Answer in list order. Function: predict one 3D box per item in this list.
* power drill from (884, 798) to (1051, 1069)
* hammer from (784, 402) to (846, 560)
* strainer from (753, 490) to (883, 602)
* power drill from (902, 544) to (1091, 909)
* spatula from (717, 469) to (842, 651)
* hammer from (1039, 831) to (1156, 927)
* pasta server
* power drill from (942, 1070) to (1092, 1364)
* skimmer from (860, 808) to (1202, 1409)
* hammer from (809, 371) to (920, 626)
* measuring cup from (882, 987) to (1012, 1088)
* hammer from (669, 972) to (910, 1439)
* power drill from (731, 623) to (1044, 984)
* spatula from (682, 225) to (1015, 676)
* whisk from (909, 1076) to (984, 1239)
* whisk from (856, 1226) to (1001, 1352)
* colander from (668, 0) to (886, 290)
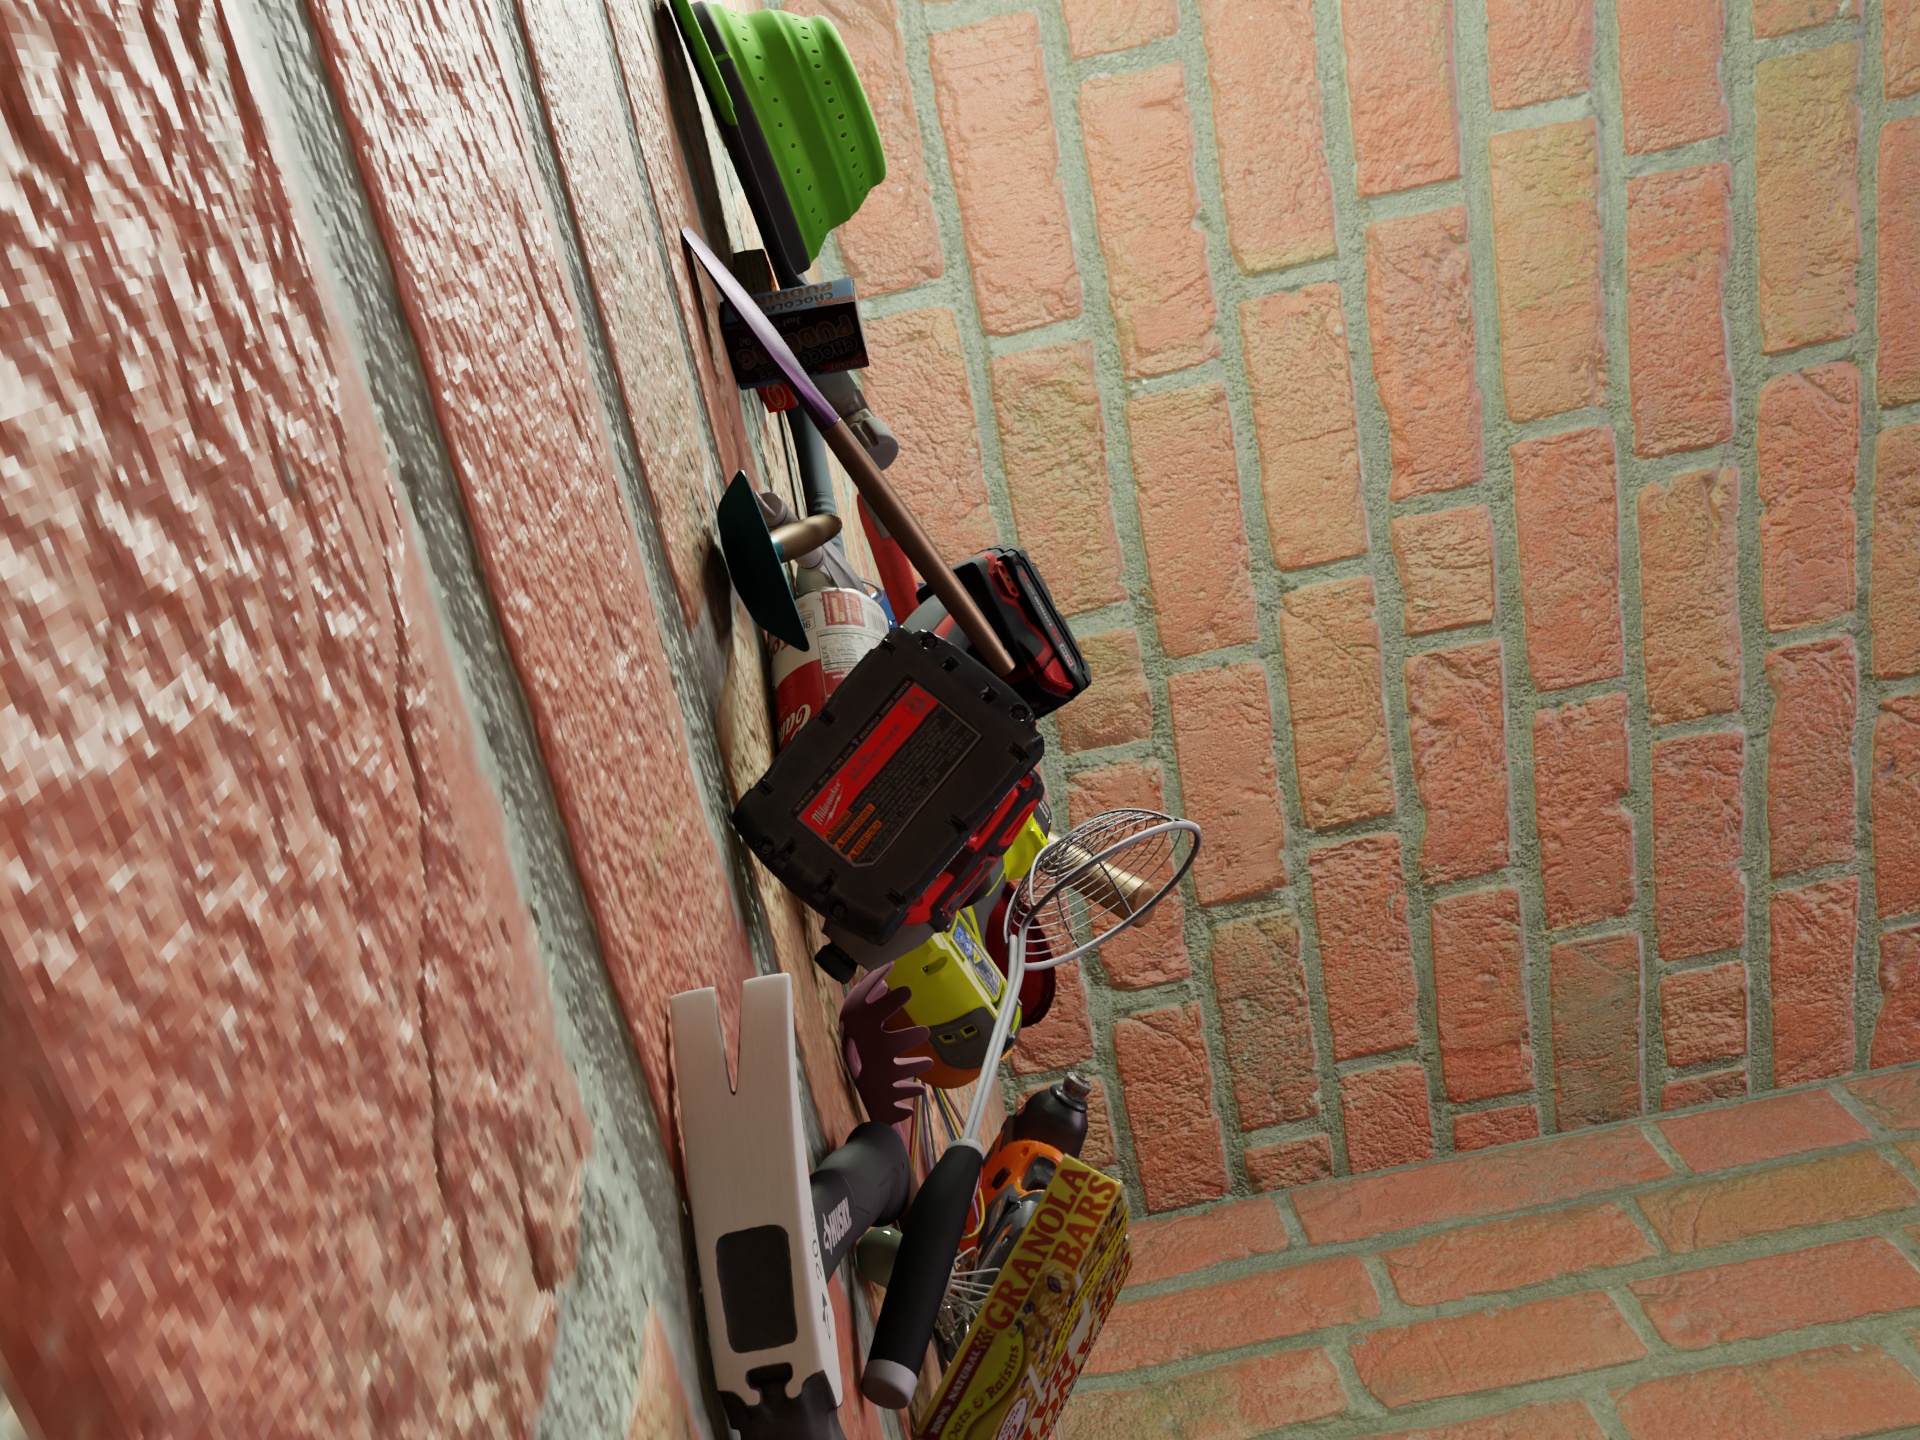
[{"bbox_3d":[-0.011,0.092,1.035,0.171,0.080,0.223,57,24,-22],"label":"power drill"},{"bbox_3d":[-0.092,-0.085,1.223,0.143,0.038,0.387,81,-2,-72],"label":"hammer"},{"bbox_3d":[-0.097,-0.103,1.019,0.087,0.050,0.258,59,2,13],"label":"strainer"},{"bbox_3d":[-0.002,-0.003,0.989,0.188,0.080,0.227,61,33,-6],"label":"power drill"},{"bbox_3d":[-0.083,-0.093,0.829,0.317,0.044,0.082,-67,137,-77],"label":"spatula"},{"bbox_3d":[0.026,0.078,1.235,0.332,0.031,0.130,26,-45,46],"label":"hammer"},{"bbox_3d":[-0.025,0.255,0.885,0.060,0.040,0.316,51,-22,48],"label":"pasta server"},{"bbox_3d":[0.049,0.341,1.095,0.164,0.084,0.226,-60,-176,6],"label":"power drill"},{"bbox_3d":[0.044,0.176,0.783,0.127,0.090,0.363,-61,-176,42],"label":"skimmer"},{"bbox_3d":[-0.057,-0.130,1.154,0.149,0.036,0.358,57,-8,32],"label":"hammer"},{"bbox_3d":[-0.025,0.173,1.093,0.095,0.052,0.174,23,32,-42],"label":"measuring cup"},{"bbox_3d":[-0.046,0.168,0.568,0.334,0.035,0.146,77,2,-80],"label":"hammer"},{"bbox_3d":[-0.025,0.051,0.713,0.078,0.143,0.219,39,-9,12],"label":"power drill"},{"bbox_3d":[-0.061,-0.150,0.919,0.315,0.018,0.060,53,10,-18],"label":"spatula"},{"bbox_3d":[-0.025,0.248,1.093,0.245,0.047,0.051,-108,-164,-49],"label":"whisk"},{"bbox_3d":[-0.016,0.288,0.816,0.246,0.059,0.058,67,28,-62],"label":"whisk"},{"bbox_3d":[-0.104,-0.375,1.125,0.397,0.094,0.205,73,-5,-77],"label":"colander"}]
